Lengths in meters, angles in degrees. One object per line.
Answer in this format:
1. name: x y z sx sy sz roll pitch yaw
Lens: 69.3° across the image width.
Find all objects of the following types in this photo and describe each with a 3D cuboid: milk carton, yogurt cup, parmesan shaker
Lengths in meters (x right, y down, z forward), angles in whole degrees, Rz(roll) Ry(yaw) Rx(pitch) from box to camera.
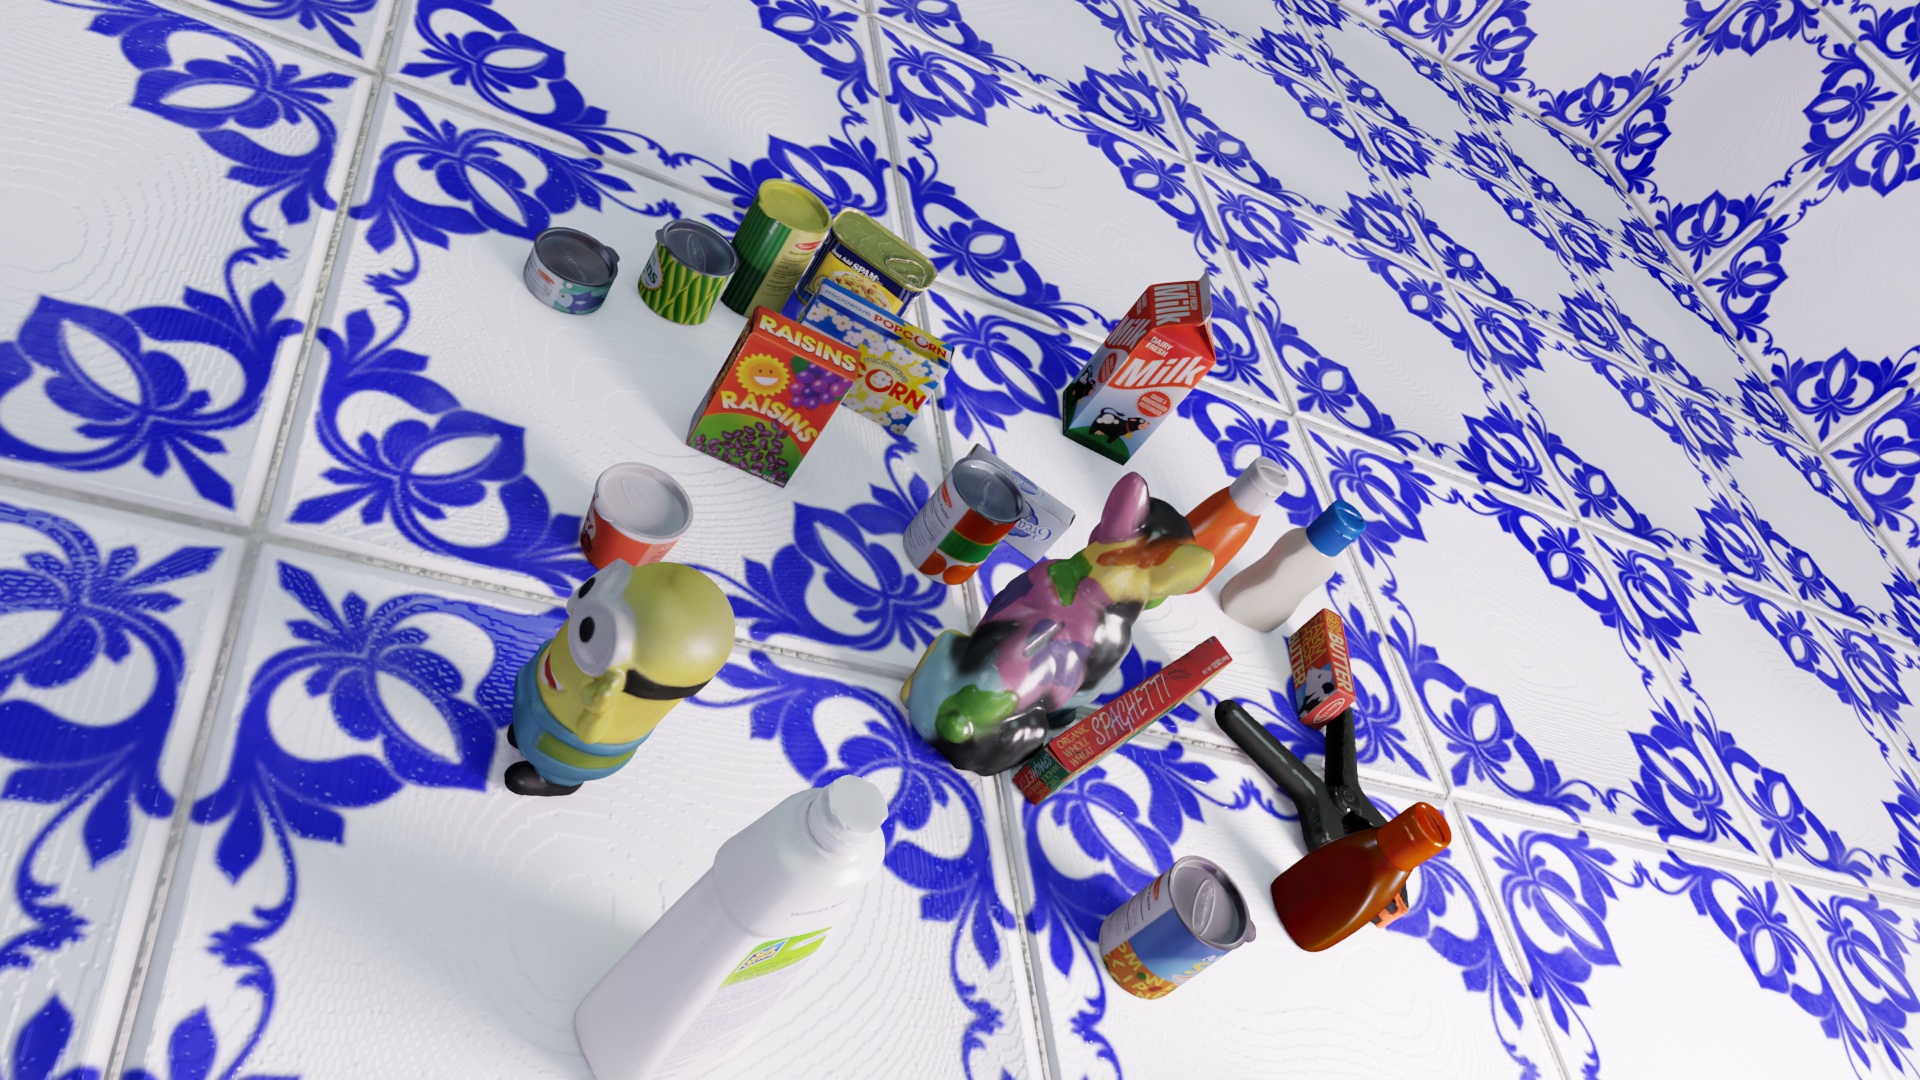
1. milk carton: 0.176 -0.166 1.296 0.073 0.189 0.073 25 40 -18
2. yogurt cup: -0.221 -0.011 0.933 0.072 0.053 0.073 22 41 -21
3. parmesan shaker: -0.163 -0.244 1.172 0.071 0.102 0.072 22 41 -21

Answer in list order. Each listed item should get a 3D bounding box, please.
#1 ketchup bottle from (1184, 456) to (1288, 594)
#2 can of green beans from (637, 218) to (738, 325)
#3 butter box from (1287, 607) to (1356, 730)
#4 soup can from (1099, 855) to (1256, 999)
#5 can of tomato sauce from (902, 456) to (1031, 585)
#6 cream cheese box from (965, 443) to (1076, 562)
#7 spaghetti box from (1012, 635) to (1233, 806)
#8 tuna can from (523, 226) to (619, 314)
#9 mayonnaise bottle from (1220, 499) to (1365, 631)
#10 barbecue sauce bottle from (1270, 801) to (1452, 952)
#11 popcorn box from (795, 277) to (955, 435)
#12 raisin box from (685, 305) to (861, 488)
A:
1. ketchup bottle: 0.228 -0.012 1.219 0.065 0.148 0.044 14 45 -29
2. can of green beans: -0.223 -0.219 1.135 0.071 0.057 0.071 22 41 -21
3. butter box: 0.324 0.114 1.248 0.024 0.053 0.104 26 40 -17
4. soup can: 0.144 0.262 0.931 0.071 0.083 0.072 22 41 -21
5. can of tomato sauce: 0.004 -0.014 1.093 0.071 0.082 0.071 22 41 -21
6. cream cheese box: 0.039 -0.031 1.163 0.104 0.053 0.024 35 38 -5
7. spaghetti box: 0.131 0.135 1.074 0.029 0.050 0.251 50 39 14
8. tuna can: -0.302 -0.210 1.083 0.071 0.032 0.071 22 41 -21
9. mayonnaise bottle: 0.300 0.022 1.243 0.065 0.147 0.041 22 41 -21
10. barbecue sauce bottle: 0.294 0.243 1.018 0.044 0.147 0.065 3 50 -37
11. popcorn box: -0.081 -0.153 1.162 0.127 0.084 0.038 27 40 -15
12. raisin box: -0.140 -0.106 1.036 0.086 0.122 0.040 25 40 -18
